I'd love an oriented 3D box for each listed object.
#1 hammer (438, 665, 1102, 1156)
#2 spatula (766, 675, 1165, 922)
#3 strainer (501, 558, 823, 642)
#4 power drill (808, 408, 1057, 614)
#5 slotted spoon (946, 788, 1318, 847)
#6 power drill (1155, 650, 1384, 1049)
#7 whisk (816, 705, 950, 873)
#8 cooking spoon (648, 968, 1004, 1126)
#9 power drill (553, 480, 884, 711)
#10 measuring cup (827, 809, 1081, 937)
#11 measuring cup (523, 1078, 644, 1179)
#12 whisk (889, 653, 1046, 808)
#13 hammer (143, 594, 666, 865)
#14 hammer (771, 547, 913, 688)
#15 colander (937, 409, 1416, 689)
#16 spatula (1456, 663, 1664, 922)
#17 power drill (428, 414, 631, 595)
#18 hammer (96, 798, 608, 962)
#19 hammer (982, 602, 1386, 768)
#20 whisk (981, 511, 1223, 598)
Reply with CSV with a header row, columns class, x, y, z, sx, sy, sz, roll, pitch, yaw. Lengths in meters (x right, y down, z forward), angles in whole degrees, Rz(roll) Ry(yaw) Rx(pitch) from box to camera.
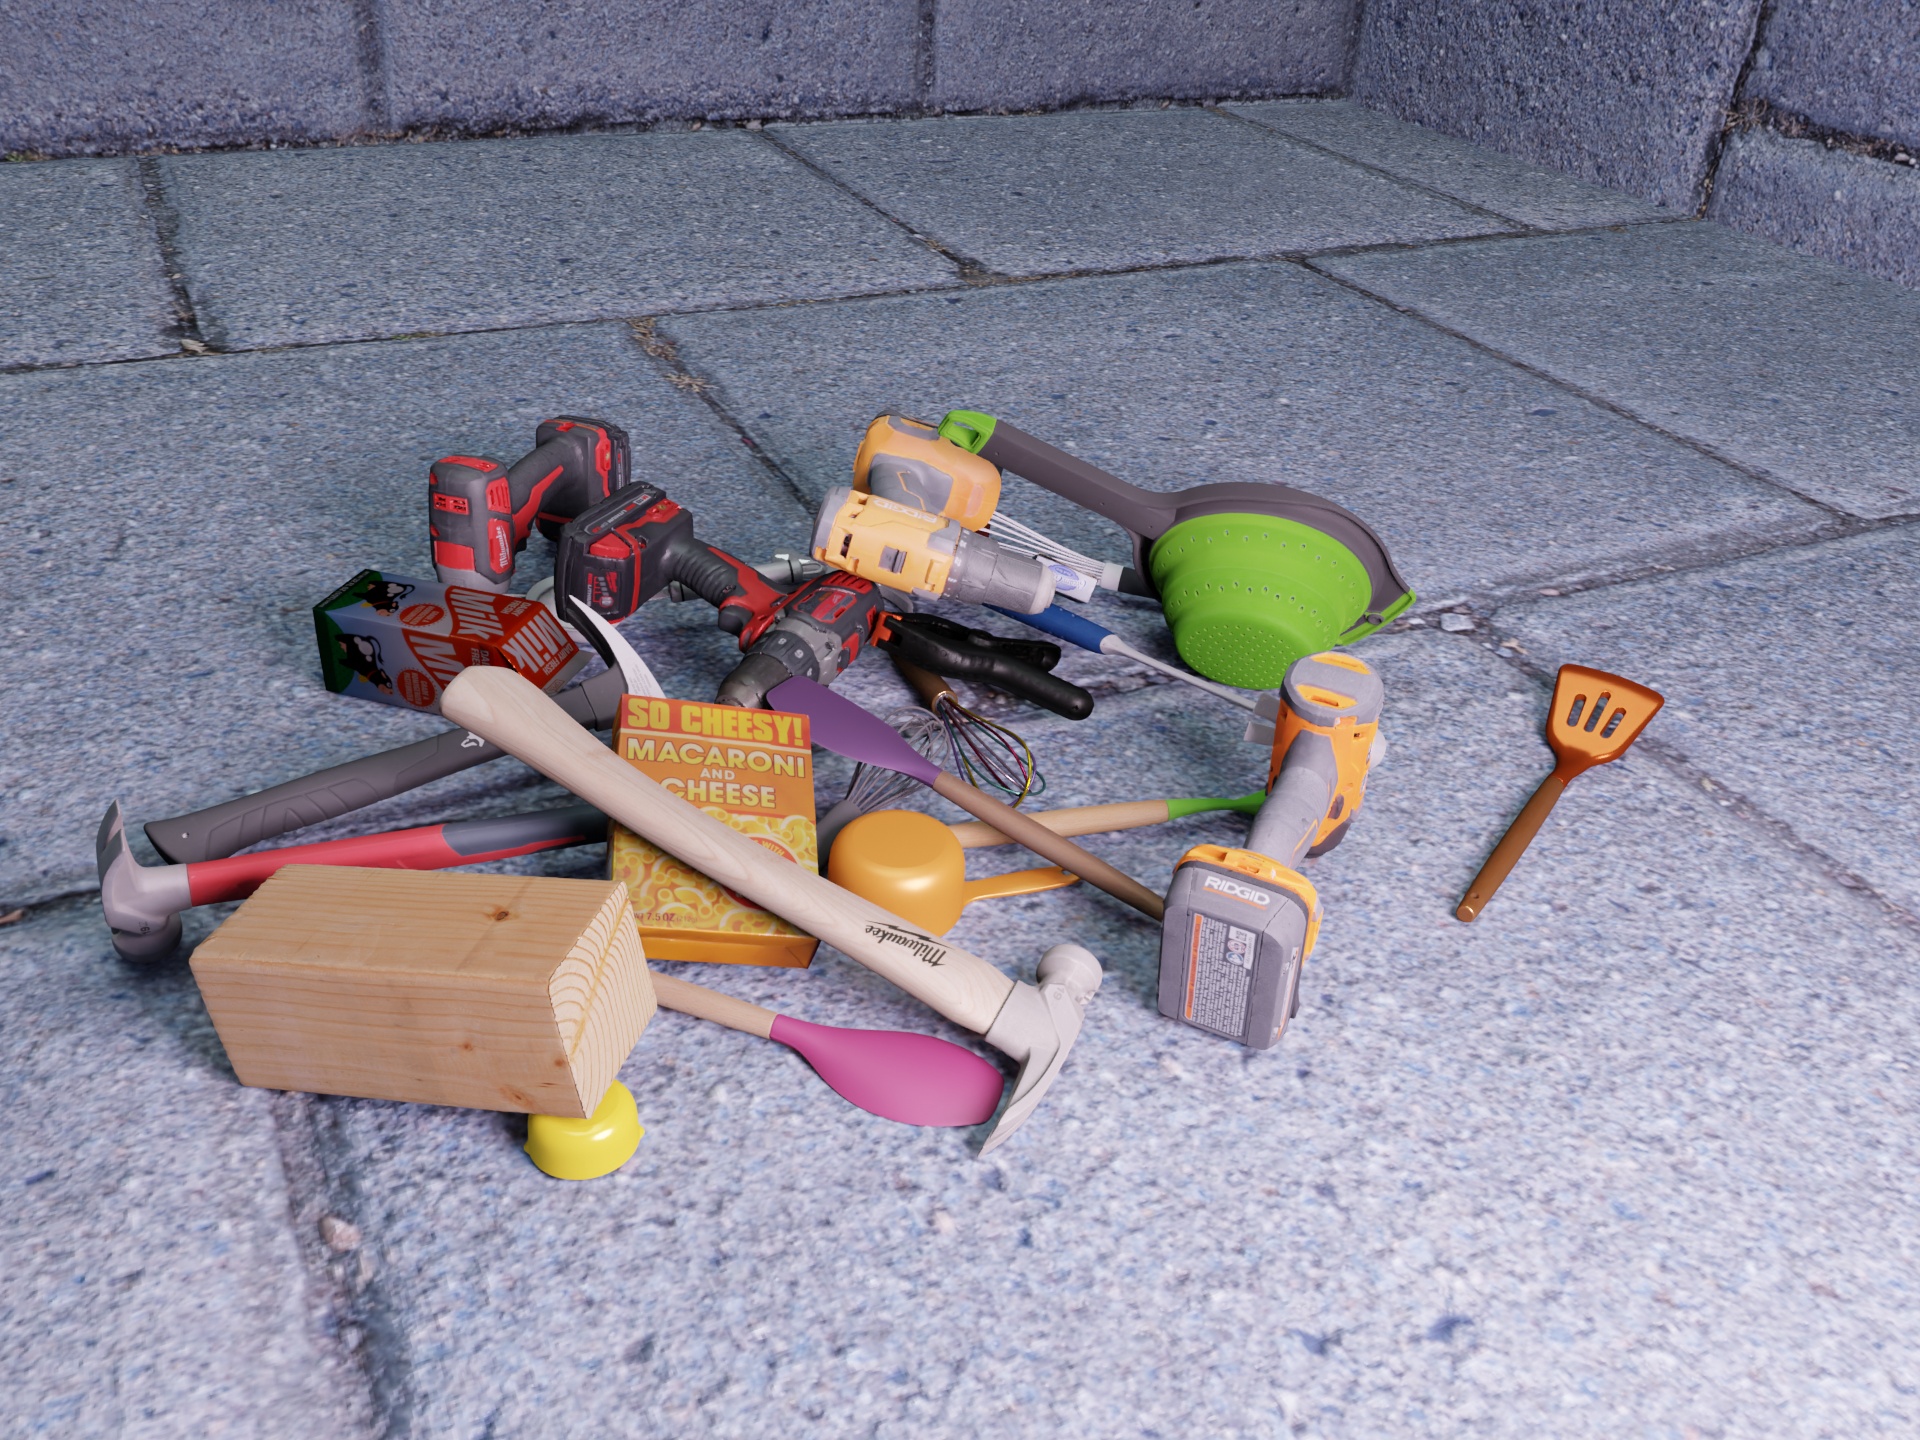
class,x,y,z,sx,sy,sz,roll,pitch,yaw
hammer,-0.121,0.090,0.898,0.410,0.038,0.146,30,38,6
spatula,0.006,0.052,1.039,0.316,0.018,0.060,29,35,16
strainer,-0.236,-0.100,1.280,0.258,0.050,0.087,-11,40,-12
power drill,-0.012,-0.159,1.251,0.185,0.084,0.226,17,28,-3
slotted spoon,0.115,0.065,1.086,0.313,0.031,0.070,-6,1,-10
power drill,0.194,0.085,0.968,0.084,0.164,0.227,17,47,20
whisk,-0.076,0.061,1.059,0.055,0.055,0.239,19,39,22
cooking spoon,-0.129,0.166,0.902,0.319,0.017,0.069,15,33,11
power drill,-0.189,-0.080,1.170,0.227,0.080,0.188,23,38,14
measuring cup,0.000,0.090,1.011,0.173,0.052,0.095,-7,33,-14
measuring cup,-0.207,0.182,0.865,0.062,0.029,0.157,-5,33,-13
whisk,0.000,-0.005,1.176,0.051,0.047,0.245,-11,32,-20
hammer,-0.361,0.024,1.056,0.334,0.035,0.146,-21,73,-25
hammer,-0.114,-0.050,1.243,0.128,0.033,0.331,5,32,4
colander,0.155,-0.120,1.224,0.397,0.204,0.095,23,63,-13
spatula,0.417,0.050,1.132,0.081,0.041,0.322,23,38,27
power drill,-0.357,-0.165,1.314,0.078,0.143,0.220,11,26,14
hammer,-0.302,0.068,0.959,0.386,0.143,0.038,-8,62,-27
hammer,0.119,-0.056,1.209,0.406,0.035,0.144,28,11,39
whisk,0.101,-0.133,1.381,0.284,0.070,0.070,14,33,8
